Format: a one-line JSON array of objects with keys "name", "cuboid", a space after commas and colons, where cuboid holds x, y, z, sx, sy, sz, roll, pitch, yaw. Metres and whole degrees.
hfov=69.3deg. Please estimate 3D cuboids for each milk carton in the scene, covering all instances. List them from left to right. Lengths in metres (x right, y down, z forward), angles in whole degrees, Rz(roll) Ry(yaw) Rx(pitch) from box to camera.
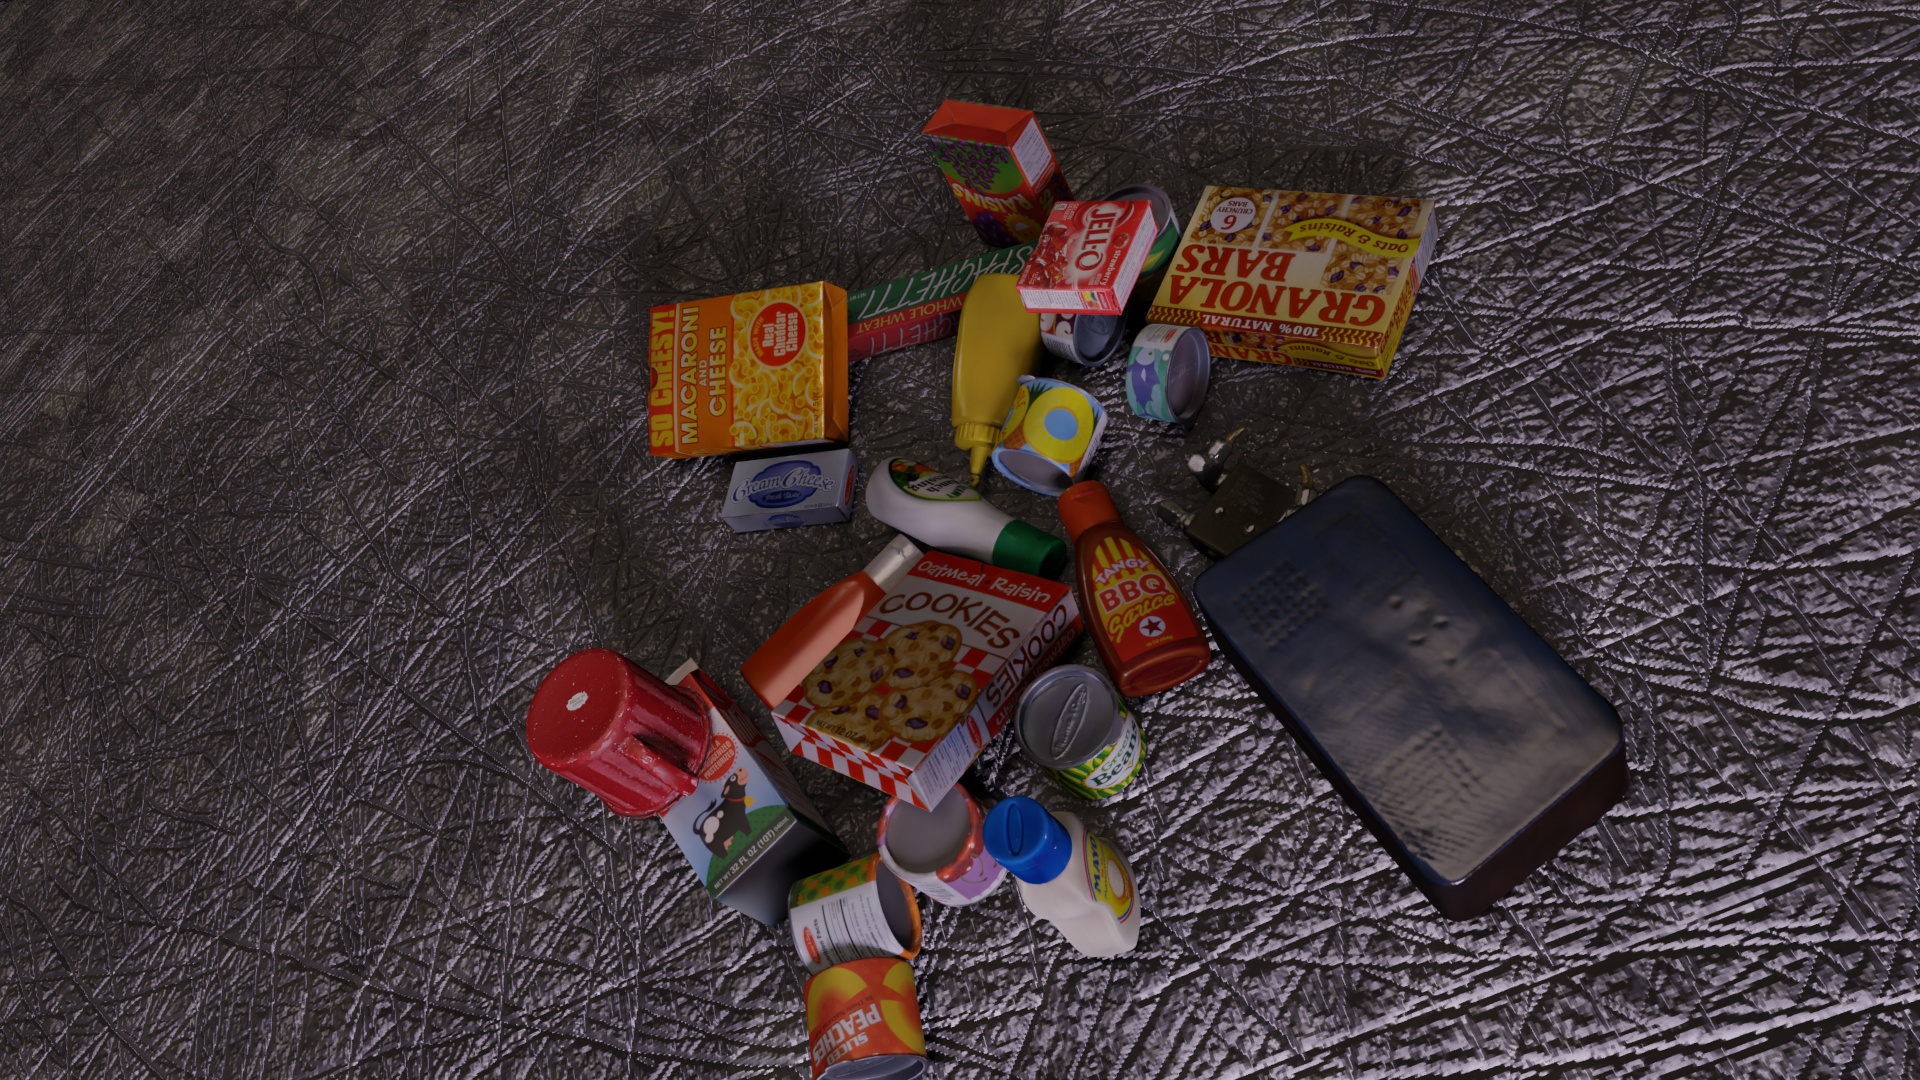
[{"name": "milk carton", "cuboid": [-0.163, 0.158, 0.925, 0.072, 0.073, 0.191, -43, 51, -2]}]

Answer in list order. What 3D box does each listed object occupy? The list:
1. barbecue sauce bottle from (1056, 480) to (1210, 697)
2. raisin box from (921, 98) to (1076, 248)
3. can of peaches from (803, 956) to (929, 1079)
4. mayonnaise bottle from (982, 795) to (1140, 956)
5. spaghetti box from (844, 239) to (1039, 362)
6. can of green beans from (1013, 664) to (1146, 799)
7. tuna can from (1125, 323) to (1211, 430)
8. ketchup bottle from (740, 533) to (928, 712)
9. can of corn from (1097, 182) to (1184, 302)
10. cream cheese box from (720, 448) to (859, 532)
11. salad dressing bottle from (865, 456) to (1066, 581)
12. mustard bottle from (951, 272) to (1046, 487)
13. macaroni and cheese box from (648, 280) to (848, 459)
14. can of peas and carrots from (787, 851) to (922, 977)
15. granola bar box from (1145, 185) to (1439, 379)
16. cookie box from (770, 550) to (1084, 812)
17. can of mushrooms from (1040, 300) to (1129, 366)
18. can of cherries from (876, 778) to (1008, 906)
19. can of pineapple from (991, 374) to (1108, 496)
[{"name": "barbecue sauce bottle", "cuboid": [0.103, 0.027, 0.888, 0.065, 0.043, 0.149, -18, 52, -4]}, {"name": "raisin box", "cuboid": [0.035, -0.274, 1.057, 0.086, 0.123, 0.040, 20, 70, 34]}, {"name": "can of peaches", "cuboid": [-0.056, 0.279, 0.799, 0.071, 0.071, 0.058, -23, 53, 13]}, {"name": "mayonnaise bottle", "cuboid": [0.057, 0.179, 0.753, 0.041, 0.147, 0.065, -15, 56, 19]}, {"name": "spaghetti box", "cuboid": [-0.045, -0.180, 1.101, 0.250, 0.028, 0.050, -12, 58, 21]}, {"name": "can of green beans", "cuboid": [0.073, 0.117, 0.840, 0.071, 0.057, 0.071, -13, 56, 20]}, {"name": "tuna can", "cuboid": [0.141, -0.111, 0.943, 0.033, 0.071, 0.071, 12, 68, 33]}, {"name": "ketchup bottle", "cuboid": [-0.081, 0.059, 0.963, 0.149, 0.043, 0.065, -45, 52, -4]}, {"name": "can of corn", "cuboid": [0.128, -0.215, 1.015, 0.071, 0.058, 0.071, -13, 57, 20]}, {"name": "cream cheese box", "cuboid": [-0.129, -0.038, 1.059, 0.104, 0.024, 0.053, -5, 58, 24]}, {"name": "salad dressing bottle", "cuboid": [0.003, -0.012, 0.957, 0.148, 0.064, 0.043, 26, 116, 28]}, {"name": "mustard bottle", "cuboid": [0.023, -0.113, 1.005, 0.065, 0.048, 0.160, 9, 76, 14]}, {"name": "macaroni and cheese box", "cuboid": [-0.170, -0.132, 1.100, 0.166, 0.040, 0.123, -3, 84, 25]}, {"name": "can of peas and carrots", "cuboid": [-0.062, 0.227, 0.839, 0.058, 0.070, 0.071, -22, 54, 13]}, {"name": "granola bar box", "cuboid": [0.228, -0.180, 0.955, 0.165, 0.039, 0.124, 13, 67, 32]}, {"name": "cookie box", "cuboid": [-0.019, 0.081, 0.878, 0.123, 0.040, 0.168, 14, 47, 39]}, {"name": "can of mushrooms", "cuboid": [0.090, -0.163, 0.997, 0.033, 0.071, 0.071, 22, 73, 37]}, {"name": "can of cherries", "cuboid": [-0.009, 0.180, 0.843, 0.071, 0.058, 0.072, -13, 57, 20]}, {"name": "can of pineapple", "cuboid": [0.059, -0.071, 0.956, 0.071, 0.071, 0.058, 11, 68, 32]}]
